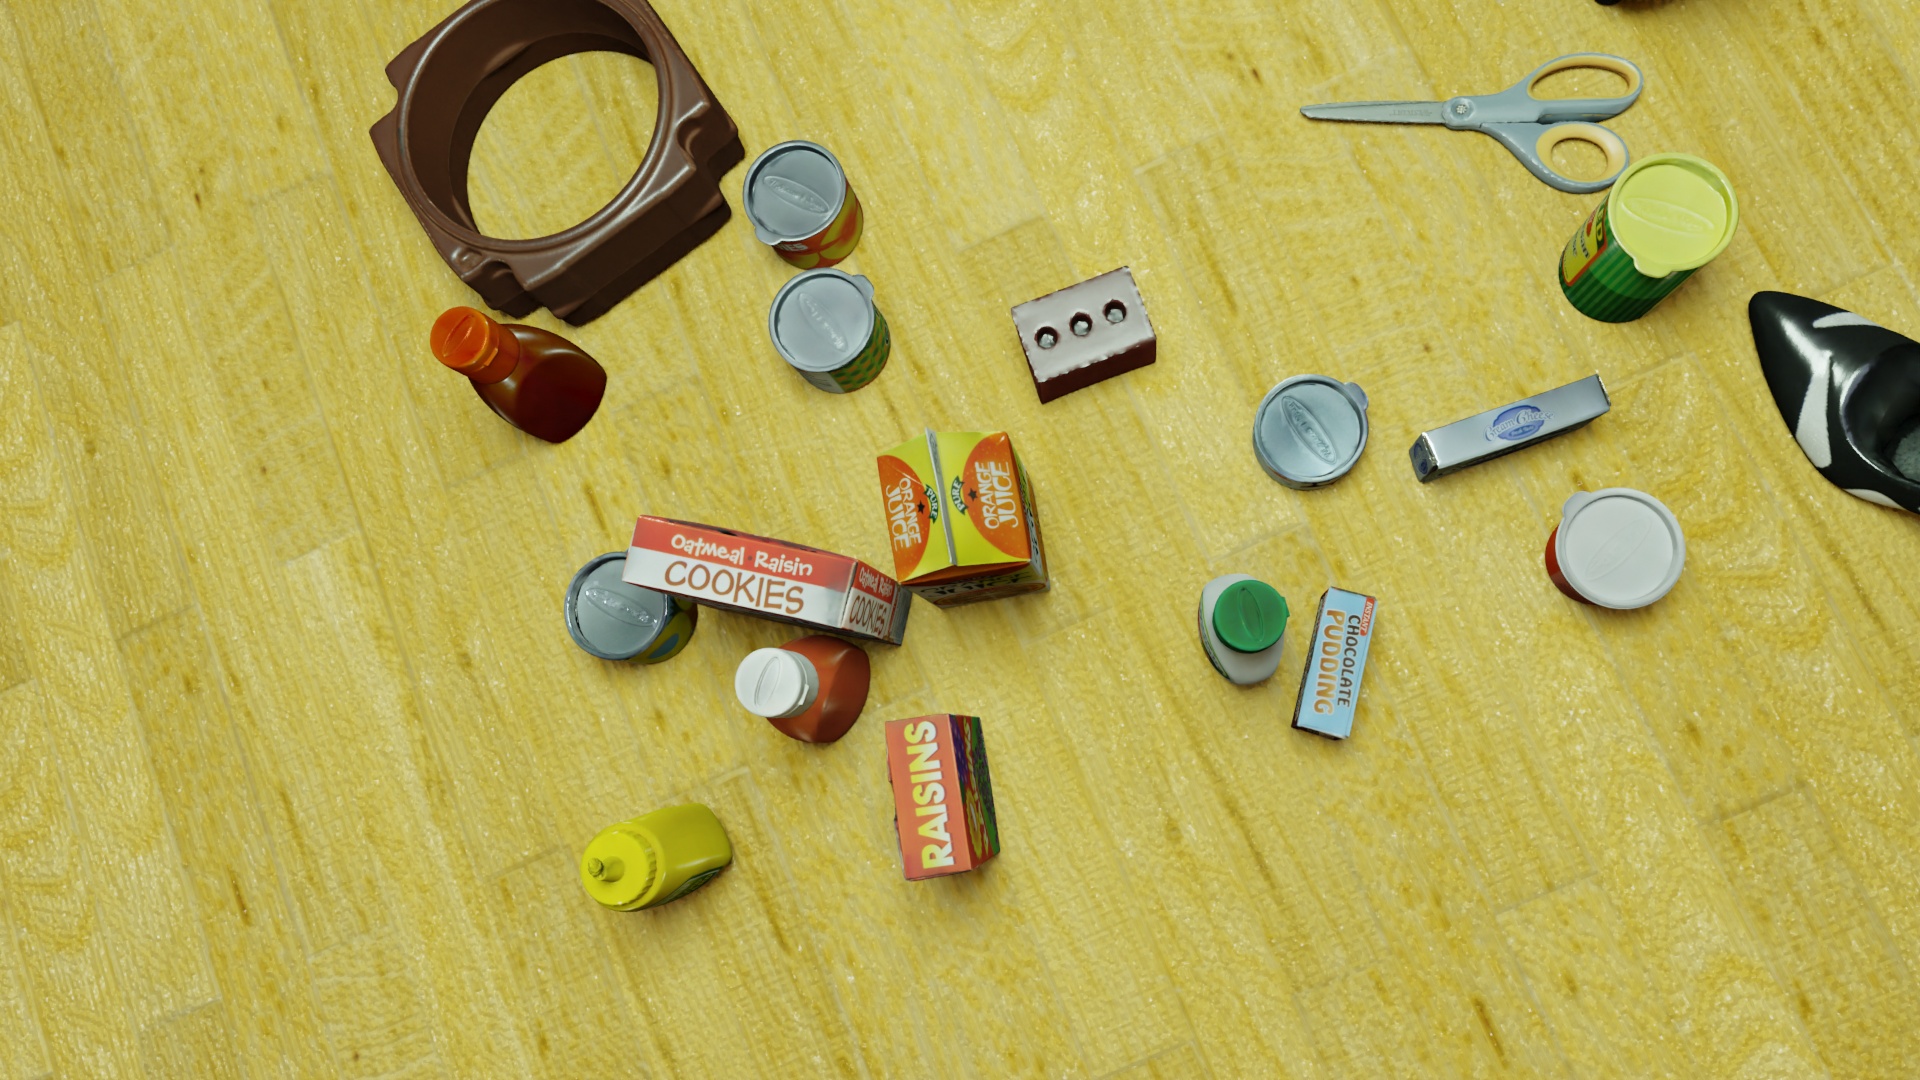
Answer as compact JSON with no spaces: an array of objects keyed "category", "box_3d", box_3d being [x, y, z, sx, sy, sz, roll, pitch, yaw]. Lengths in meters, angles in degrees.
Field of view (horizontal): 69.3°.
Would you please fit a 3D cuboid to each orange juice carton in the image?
[{"category":"orange juice carton","box_3d":[0.003,-0.010,0.774,0.073,0.192,0.072,-11,81,7]}]

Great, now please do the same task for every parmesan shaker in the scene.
[{"category":"parmesan shaker","box_3d":[0.386,-0.167,0.790,0.071,0.103,0.071,-1,82,8]}]

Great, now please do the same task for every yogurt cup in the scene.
[{"category":"yogurt cup","box_3d":[0.368,0.007,0.791,0.072,0.054,0.072,-1,81,8]}]

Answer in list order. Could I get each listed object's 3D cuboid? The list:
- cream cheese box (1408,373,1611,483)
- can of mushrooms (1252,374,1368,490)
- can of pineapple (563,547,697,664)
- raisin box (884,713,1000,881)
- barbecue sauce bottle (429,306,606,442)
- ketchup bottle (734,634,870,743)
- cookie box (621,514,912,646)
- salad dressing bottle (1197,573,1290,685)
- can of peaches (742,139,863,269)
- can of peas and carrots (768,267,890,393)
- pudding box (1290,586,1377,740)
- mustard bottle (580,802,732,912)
[{"category":"cream cheese box","box_3d":[0.318,-0.064,0.809,0.104,0.053,0.024,-19,80,5]},{"category":"can of mushrooms","box_3d":[0.211,-0.066,0.835,0.071,0.033,0.071,-1,81,8]},{"category":"can of pineapple","box_3d":[-0.202,0.042,0.863,0.071,0.058,0.071,-1,82,8]},{"category":"raisin box","box_3d":[-0.009,0.142,0.788,0.040,0.123,0.086,-9,81,7]},{"category":"barbecue sauce bottle","box_3d":[-0.270,-0.104,0.849,0.044,0.148,0.065,33,88,11]},{"category":"ketchup bottle","box_3d":[-0.089,0.084,0.795,0.043,0.148,0.065,19,85,10]},{"category":"cookie box","box_3d":[-0.103,0.025,0.796,0.123,0.167,0.040,11,84,9]},{"category":"salad dressing bottle","box_3d":[0.156,0.046,0.767,0.044,0.147,0.064,-15,80,6]},{"category":"can of peaches","box_3d":[-0.101,-0.211,0.888,0.071,0.058,0.071,-1,82,8]},{"category":"can of peas and carrots","box_3d":[-0.079,-0.132,0.872,0.071,0.058,0.071,-1,82,8]},{"category":"pudding box","box_3d":[0.216,0.072,0.805,0.030,0.049,0.084,13,84,10]},{"category":"mustard bottle","box_3d":[-0.179,0.182,0.786,0.065,0.160,0.049,-32,79,3]}]
